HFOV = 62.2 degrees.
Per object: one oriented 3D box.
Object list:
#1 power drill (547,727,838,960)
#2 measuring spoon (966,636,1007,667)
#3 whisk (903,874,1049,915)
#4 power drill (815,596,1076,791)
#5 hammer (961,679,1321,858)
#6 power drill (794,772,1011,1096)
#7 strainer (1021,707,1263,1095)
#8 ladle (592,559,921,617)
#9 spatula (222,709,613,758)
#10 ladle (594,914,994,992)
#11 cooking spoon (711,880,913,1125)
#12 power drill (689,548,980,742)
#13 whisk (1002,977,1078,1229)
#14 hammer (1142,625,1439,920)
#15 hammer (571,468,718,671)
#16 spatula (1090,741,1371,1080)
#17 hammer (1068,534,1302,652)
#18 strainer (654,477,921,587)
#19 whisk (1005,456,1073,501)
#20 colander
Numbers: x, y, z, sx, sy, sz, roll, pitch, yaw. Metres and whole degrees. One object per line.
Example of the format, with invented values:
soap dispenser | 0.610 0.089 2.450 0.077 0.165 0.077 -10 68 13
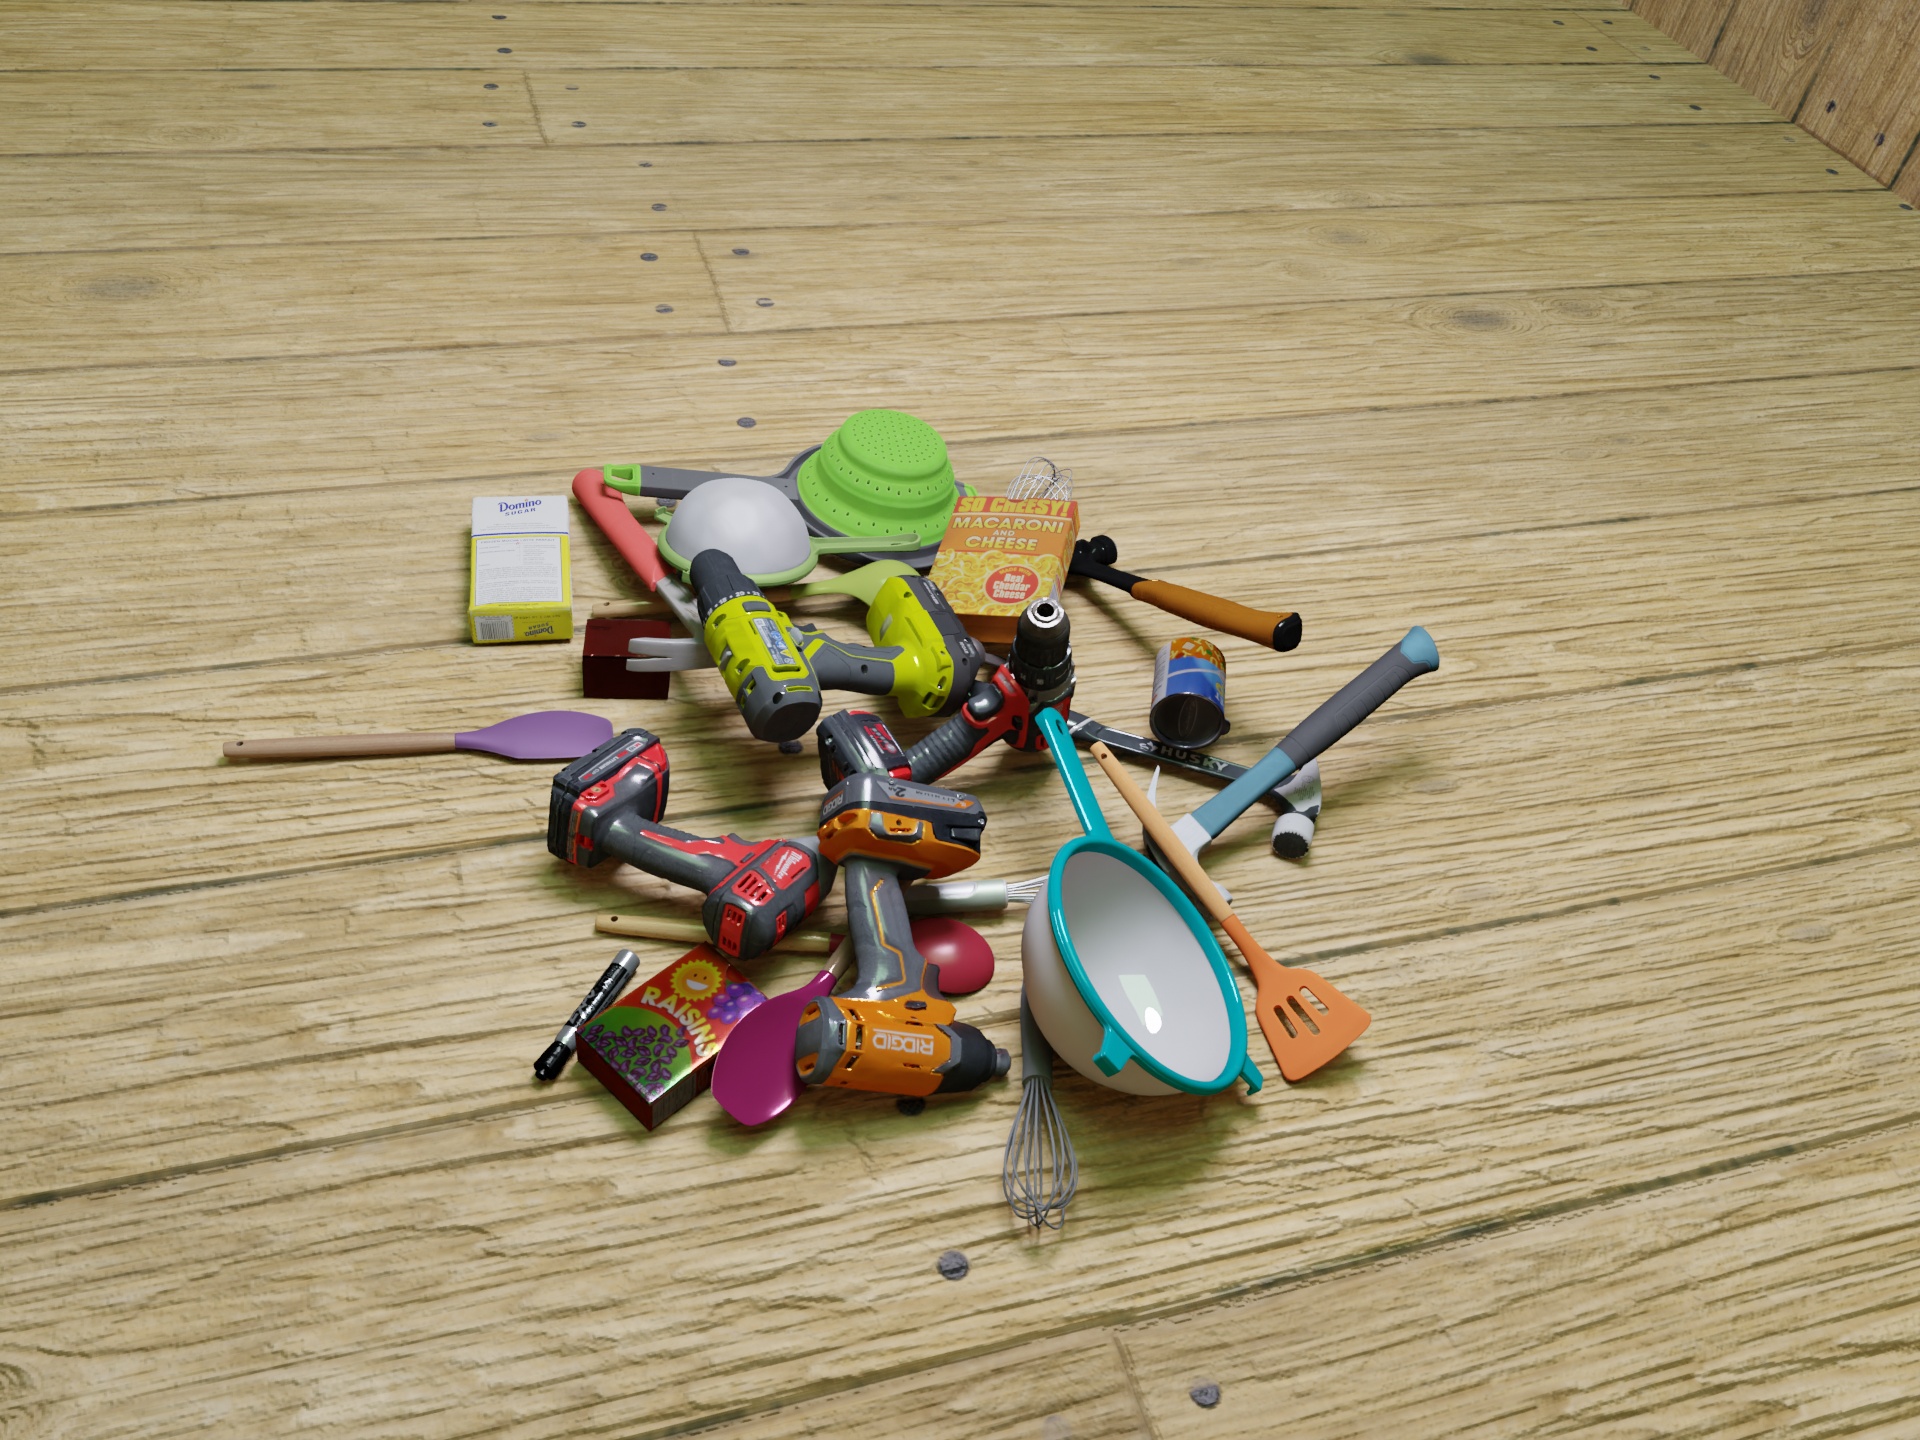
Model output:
power drill | -0.205 0.096 1.258 0.220 0.078 0.143 26 34 19
measuring spoon | 0.028 -0.063 1.469 0.034 0.018 0.124 40 12 20
whisk | 0.044 0.140 1.296 0.246 0.059 0.058 -3 35 -6
power drill | -0.002 -0.004 1.318 0.226 0.187 0.080 -27 64 -16
hammer | 0.130 0.009 1.454 0.409 0.036 0.149 17 43 8
power drill | -0.035 0.166 1.187 0.164 0.084 0.227 14 64 -25
strainer | 0.094 0.147 1.223 0.210 0.095 0.341 19 41 -44
ladle | -0.189 -0.110 1.526 0.320 0.062 0.078 -6 42 -6
spatula | -0.457 0.017 1.356 0.316 0.018 0.060 -3 44 -14
ladle | -0.128 0.172 1.249 0.315 0.031 0.069 5 45 -2
cooking spoon | -0.087 0.178 1.211 0.068 0.017 0.319 44 50 -6
power drill | -0.114 -0.072 1.368 0.228 0.080 0.191 -3 50 -38
whisk | 0.059 0.267 1.170 0.055 0.055 0.239 7 39 -3
hammer | 0.293 0.027 1.380 0.331 0.033 0.128 -37 68 -14
hammer | -0.300 -0.147 1.489 0.149 0.036 0.359 -6 34 -32
spatula | 0.202 0.140 1.289 0.081 0.041 0.323 -37 69 1
hammer | 0.187 -0.116 1.499 0.127 0.034 0.337 -22 27 -28
strainer | -0.156 -0.188 1.500 0.256 0.069 0.152 -4 32 -21
whisk | 0.040 -0.177 1.616 0.070 0.070 0.285 24 50 14
colander | -0.154 -0.256 1.602 0.397 0.094 0.205 3 44 -17
